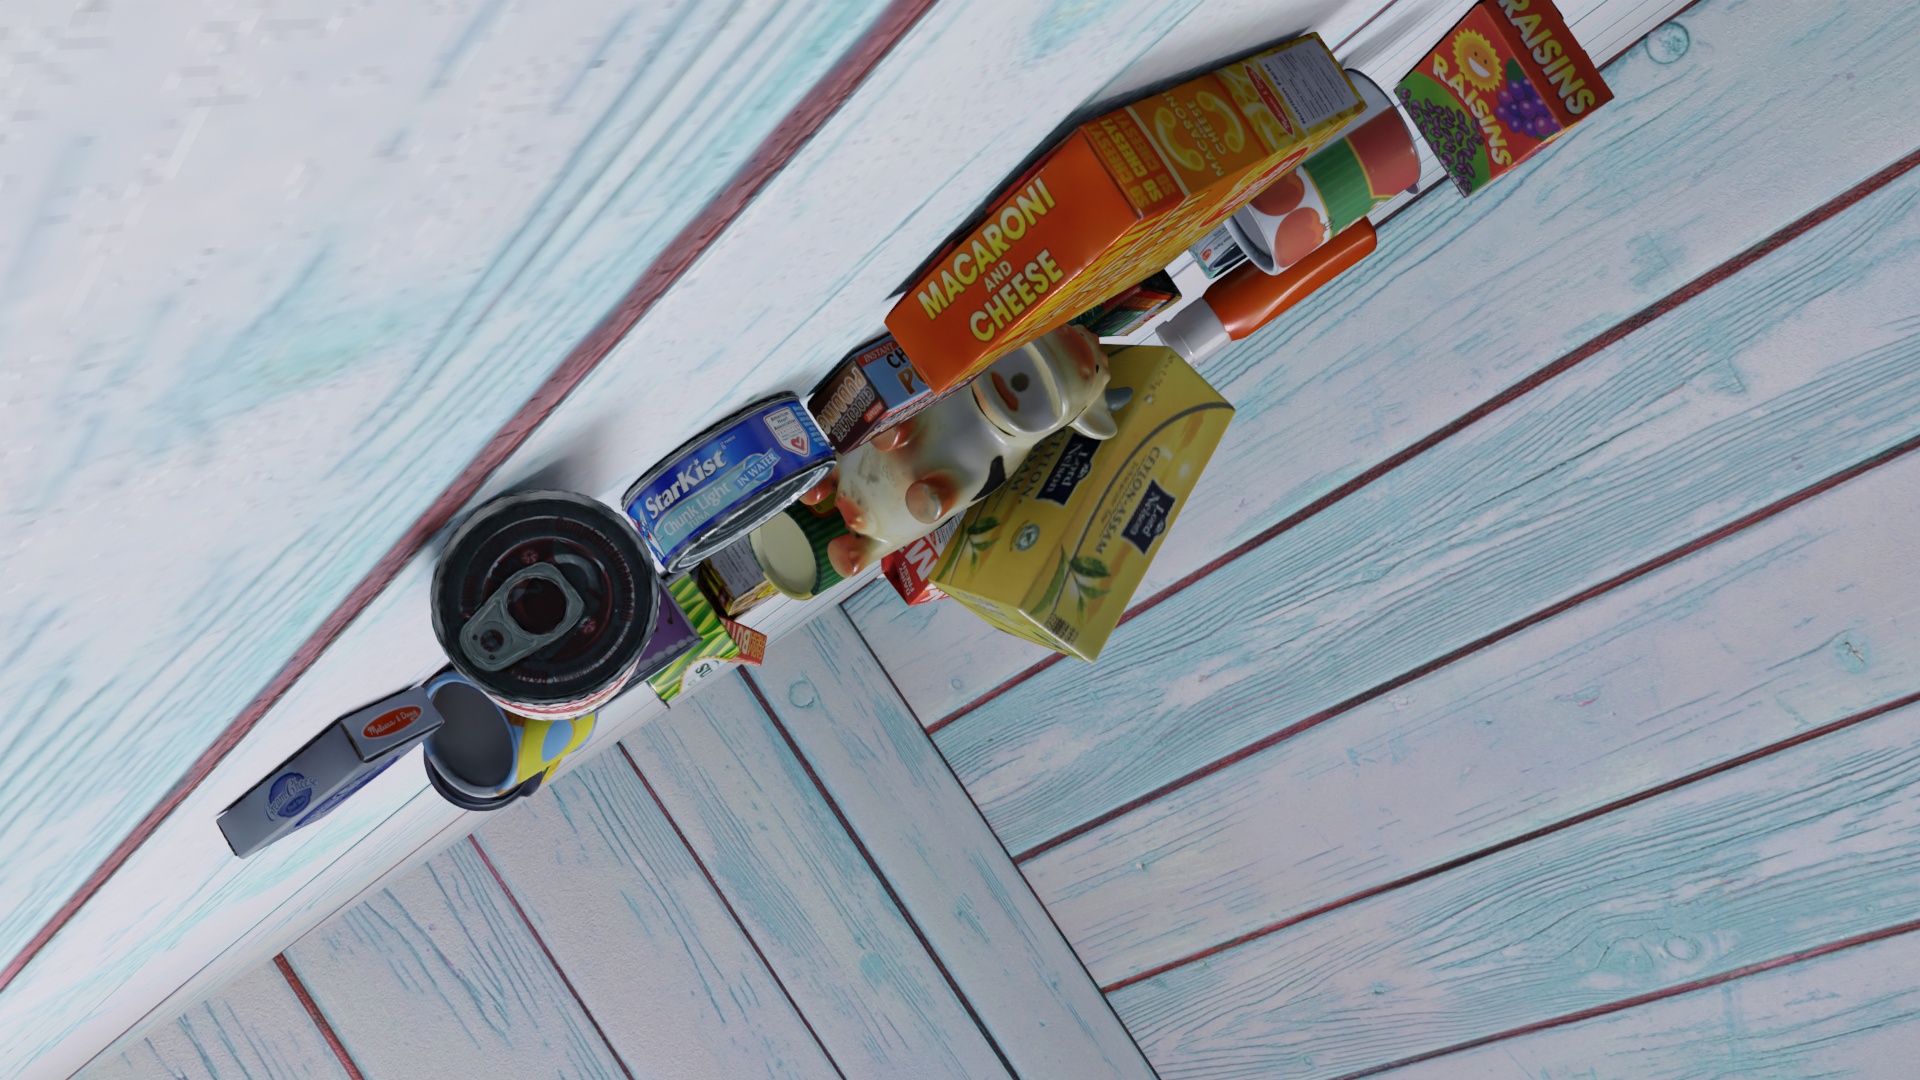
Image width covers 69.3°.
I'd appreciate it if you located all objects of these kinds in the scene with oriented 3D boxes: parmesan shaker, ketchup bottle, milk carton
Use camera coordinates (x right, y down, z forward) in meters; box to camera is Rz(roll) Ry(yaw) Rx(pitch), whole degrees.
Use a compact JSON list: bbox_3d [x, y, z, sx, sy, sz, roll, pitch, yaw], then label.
[{"bbox_3d":[-0.067,-0.014,0.837,0.103,0.071,0.071,-32,178,-39],"label":"parmesan shaker"},{"bbox_3d":[0.200,-0.167,0.915,0.148,0.043,0.065,-35,178,8],"label":"ketchup bottle"},{"bbox_3d":[0.003,-0.012,0.924,0.072,0.073,0.189,-11,164,-26],"label":"milk carton"}]

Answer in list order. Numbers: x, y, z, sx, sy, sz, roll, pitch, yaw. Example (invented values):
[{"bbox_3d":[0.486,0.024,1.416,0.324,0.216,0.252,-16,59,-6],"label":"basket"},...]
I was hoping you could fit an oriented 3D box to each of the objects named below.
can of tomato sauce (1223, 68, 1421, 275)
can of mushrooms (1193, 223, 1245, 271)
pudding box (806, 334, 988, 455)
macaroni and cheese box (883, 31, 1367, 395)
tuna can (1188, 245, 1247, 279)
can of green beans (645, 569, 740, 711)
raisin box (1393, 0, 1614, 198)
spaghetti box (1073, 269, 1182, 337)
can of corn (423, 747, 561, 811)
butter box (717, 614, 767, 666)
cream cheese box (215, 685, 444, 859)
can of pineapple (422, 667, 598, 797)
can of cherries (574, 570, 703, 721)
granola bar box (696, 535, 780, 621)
[{"bbox_3d":[0.173,-0.179,0.686,0.083,0.071,0.071,-34,179,3],"label":"can of tomato sauce"},{"bbox_3d":[0.170,-0.195,0.836,0.071,0.033,0.071,-33,176,-2],"label":"can of mushrooms"},{"bbox_3d":[-0.021,-0.074,0.606,0.084,0.030,0.049,-33,178,-38],"label":"pudding box"},{"bbox_3d":[0.063,-0.126,0.529,0.167,0.040,0.123,-34,179,-42],"label":"macaroni and cheese box"},{"bbox_3d":[0.177,-0.200,0.902,0.071,0.033,0.071,-34,179,-1],"label":"tuna can"},{"bbox_3d":[-0.178,0.059,0.862,0.058,0.071,0.071,-34,179,-10],"label":"can of green beans"},{"bbox_3d":[0.314,-0.262,0.812,0.040,0.086,0.123,-32,179,-5],"label":"raisin box"},{"bbox_3d":[0.101,-0.152,0.871,0.050,0.028,0.251,-34,179,17],"label":"spaghetti box"},{"bbox_3d":[-0.271,0.123,0.819,0.071,0.071,0.058,-34,180,0],"label":"can of corn"},{"bbox_3d":[-0.177,0.066,0.955,0.053,0.024,0.103,4,168,16],"label":"butter box"},{"bbox_3d":[-0.297,0.109,0.655,0.103,0.024,0.053,-34,179,23],"label":"cream cheese box"},{"bbox_3d":[-0.224,0.085,0.689,0.070,0.071,0.058,-35,179,30],"label":"can of pineapple"},{"bbox_3d":[-0.168,0.043,0.663,0.071,0.058,0.071,-33,180,0],"label":"can of cherries"},{"bbox_3d":[-0.120,0.005,0.964,0.124,0.039,0.165,-33,179,-16],"label":"granola bar box"}]
